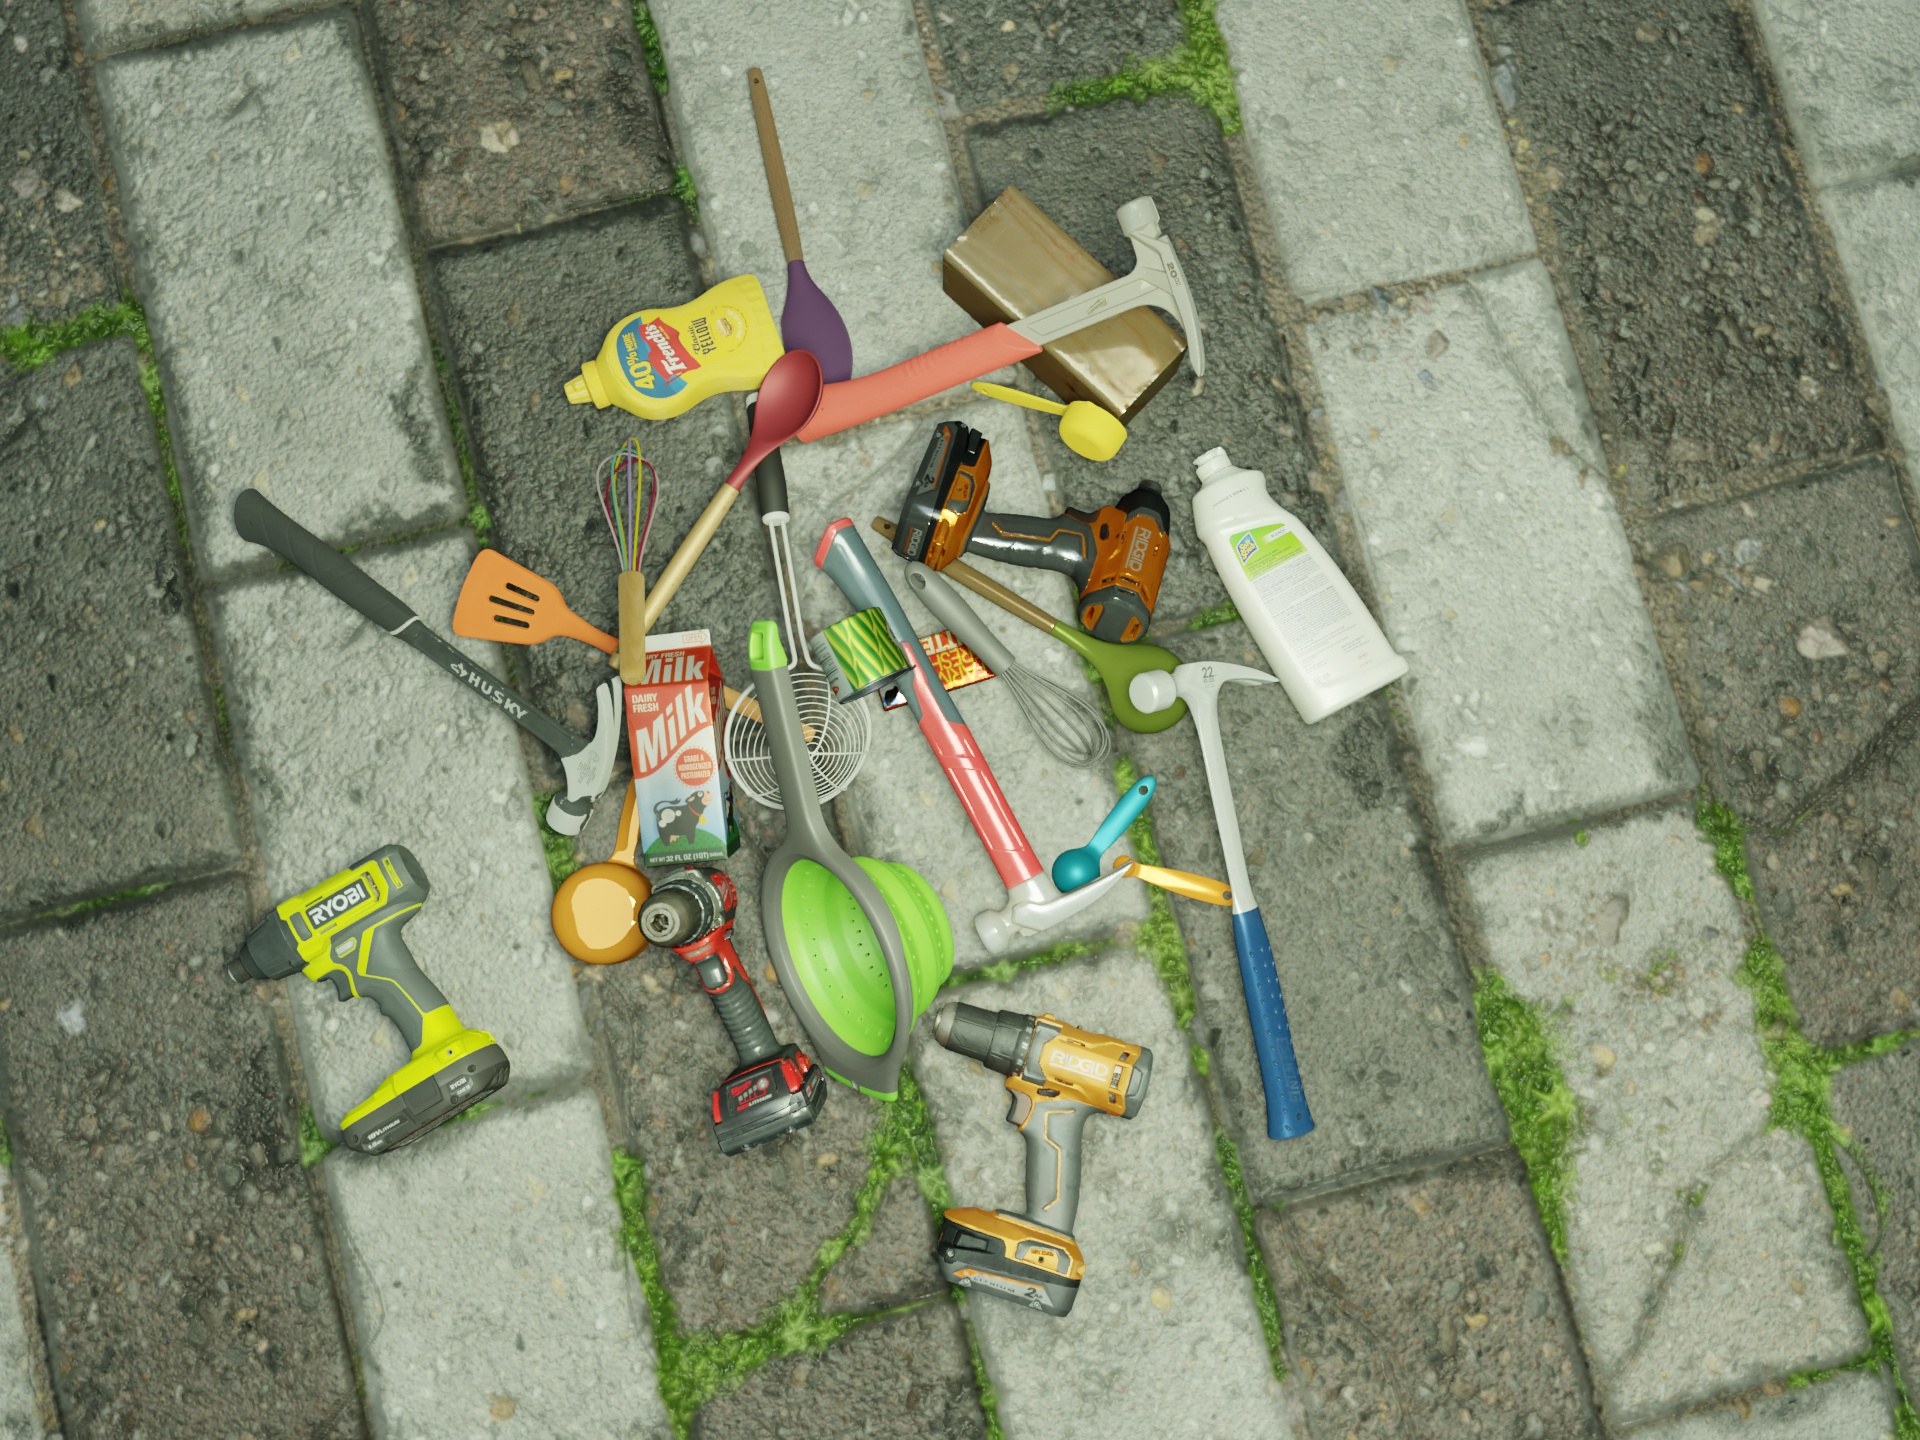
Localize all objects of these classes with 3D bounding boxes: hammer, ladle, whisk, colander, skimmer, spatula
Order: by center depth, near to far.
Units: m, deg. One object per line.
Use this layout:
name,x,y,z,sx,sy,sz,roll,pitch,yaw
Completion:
colander,-0.088,0.103,1.285,0.094,0.205,0.397,-20,105,-34
hammer,0.021,-0.301,1.341,0.359,0.037,0.149,-18,98,21
hammer,0.243,0.148,1.342,0.144,0.035,0.405,-12,91,-35
hammer,-0.002,-0.004,1.346,0.143,0.038,0.386,-28,88,4
whisk,-0.280,-0.137,1.347,0.047,0.051,0.245,-18,60,20
whisk,0.039,-0.048,1.351,0.239,0.055,0.055,45,85,-11
hammer,-0.457,-0.074,1.353,0.409,0.036,0.149,35,119,8
ladle,-0.209,-0.177,1.356,0.069,0.031,0.315,31,87,33
spatula,-0.276,-0.050,1.373,0.322,0.041,0.081,24,100,0
skimmer,-0.158,-0.107,1.376,0.127,0.090,0.363,-3,69,-20
ladle,0.059,-0.090,1.390,0.320,0.062,0.078,31,77,9
spatula,-0.151,-0.436,1.430,0.060,0.018,0.316,-13,85,-2

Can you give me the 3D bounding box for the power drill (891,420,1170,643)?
power drill,0.071,-0.172,1.365,0.226,0.084,0.164,20,57,-1

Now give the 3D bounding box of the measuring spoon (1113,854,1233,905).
measuring spoon,0.189,0.139,1.375,0.117,0.011,0.021,16,84,1

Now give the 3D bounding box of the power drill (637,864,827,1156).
power drill,-0.190,0.226,1.274,0.080,0.188,0.227,-23,88,1

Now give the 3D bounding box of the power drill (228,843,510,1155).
power drill,-0.491,0.238,1.322,0.171,0.080,0.223,-31,81,-5

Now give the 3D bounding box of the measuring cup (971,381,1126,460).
measuring cup,0.071,-0.263,1.386,0.157,0.062,0.029,22,77,26

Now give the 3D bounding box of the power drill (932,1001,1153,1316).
power drill,0.043,0.353,1.317,0.185,0.084,0.226,18,79,1

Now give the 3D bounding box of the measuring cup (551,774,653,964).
measuring cup,-0.292,0.122,1.347,0.095,0.052,0.173,13,86,0

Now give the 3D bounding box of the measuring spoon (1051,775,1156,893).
measuring spoon,0.127,0.098,1.373,0.042,0.021,0.128,39,85,5
